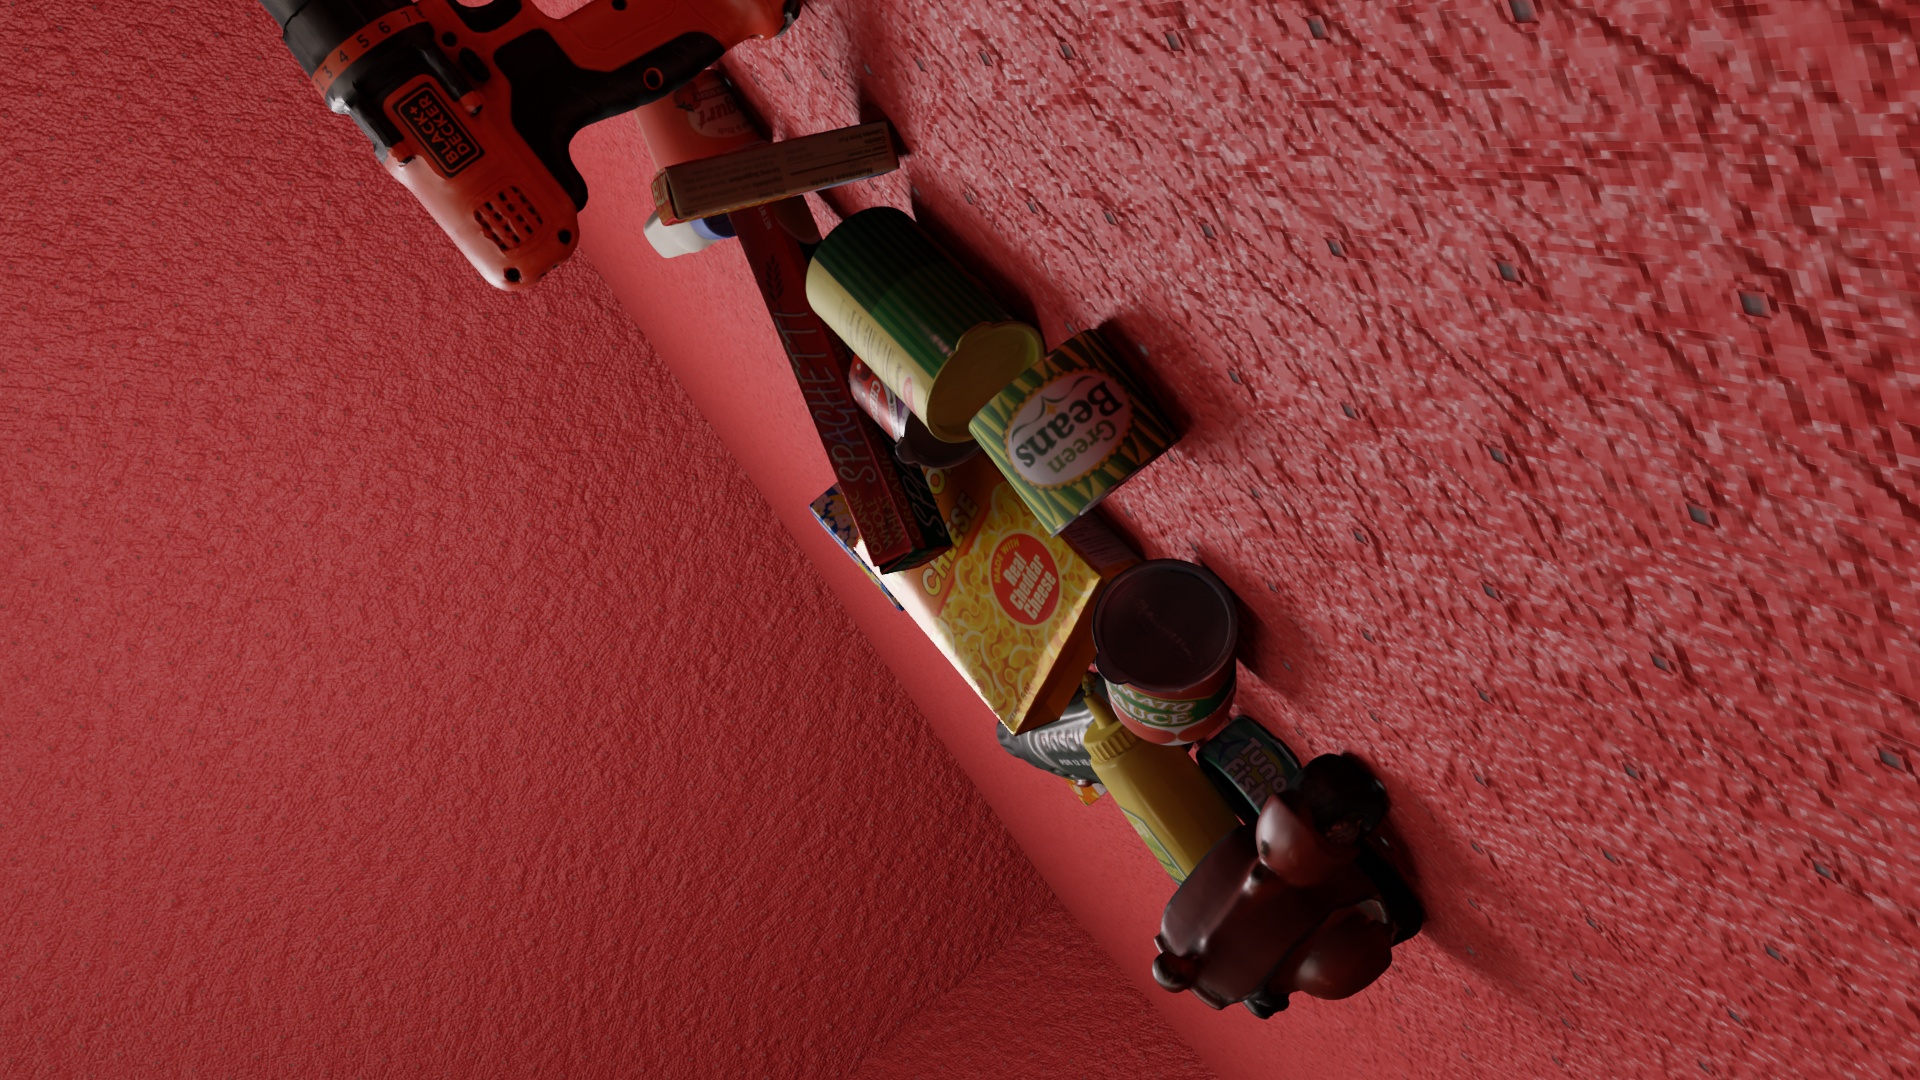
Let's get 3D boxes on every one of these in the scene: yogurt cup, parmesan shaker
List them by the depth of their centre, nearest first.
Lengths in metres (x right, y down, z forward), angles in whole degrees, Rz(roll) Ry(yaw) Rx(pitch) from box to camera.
[{"bbox_3d":[-0.018,-0.104,0.647,0.103,0.071,0.071,48,170,30],"label":"parmesan shaker"},{"bbox_3d":[-0.155,-0.239,0.815,0.054,0.072,0.072,62,169,-10],"label":"yogurt cup"}]

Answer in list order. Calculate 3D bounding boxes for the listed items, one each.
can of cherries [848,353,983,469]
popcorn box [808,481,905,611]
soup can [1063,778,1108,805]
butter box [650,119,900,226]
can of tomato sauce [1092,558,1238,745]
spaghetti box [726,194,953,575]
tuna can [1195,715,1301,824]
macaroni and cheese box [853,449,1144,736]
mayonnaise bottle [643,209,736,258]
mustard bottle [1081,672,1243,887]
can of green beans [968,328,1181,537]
[{"bbox_3d":[-0.019,-0.079,0.727,0.058,0.071,0.071,45,169,38],"label":"can of cherries"},{"bbox_3d":[-0.055,-0.012,1.133,0.127,0.085,0.038,44,169,38],"label":"popcorn box"},{"bbox_3d":[0.096,0.154,1.084,0.084,0.071,0.071,50,171,9],"label":"soup can"},{"bbox_3d":[-0.084,-0.164,0.621,0.053,0.104,0.024,-152,46,-70],"label":"butter box"},{"bbox_3d":[0.100,0.057,0.672,0.071,0.071,0.082,47,170,27],"label":"can of tomato sauce"},{"bbox_3d":[-0.072,-0.100,0.780,0.050,0.028,0.250,-4,-111,-64],"label":"spaghetti box"},{"bbox_3d":[0.163,0.132,0.764,0.071,0.033,0.071,50,171,11],"label":"tuna can"},{"bbox_3d":[0.015,0.008,0.790,0.167,0.040,0.123,47,129,30],"label":"macaroni and cheese box"},{"bbox_3d":[-0.189,-0.236,1.013,0.041,0.065,0.148,53,168,-22],"label":"mayonnaise bottle"},{"bbox_3d":[0.112,0.139,0.779,0.160,0.049,0.065,53,170,-8],"label":"mustard bottle"},{"bbox_3d":[0.046,-0.043,0.560,0.058,0.071,0.071,52,171,2],"label":"can of green beans"}]
